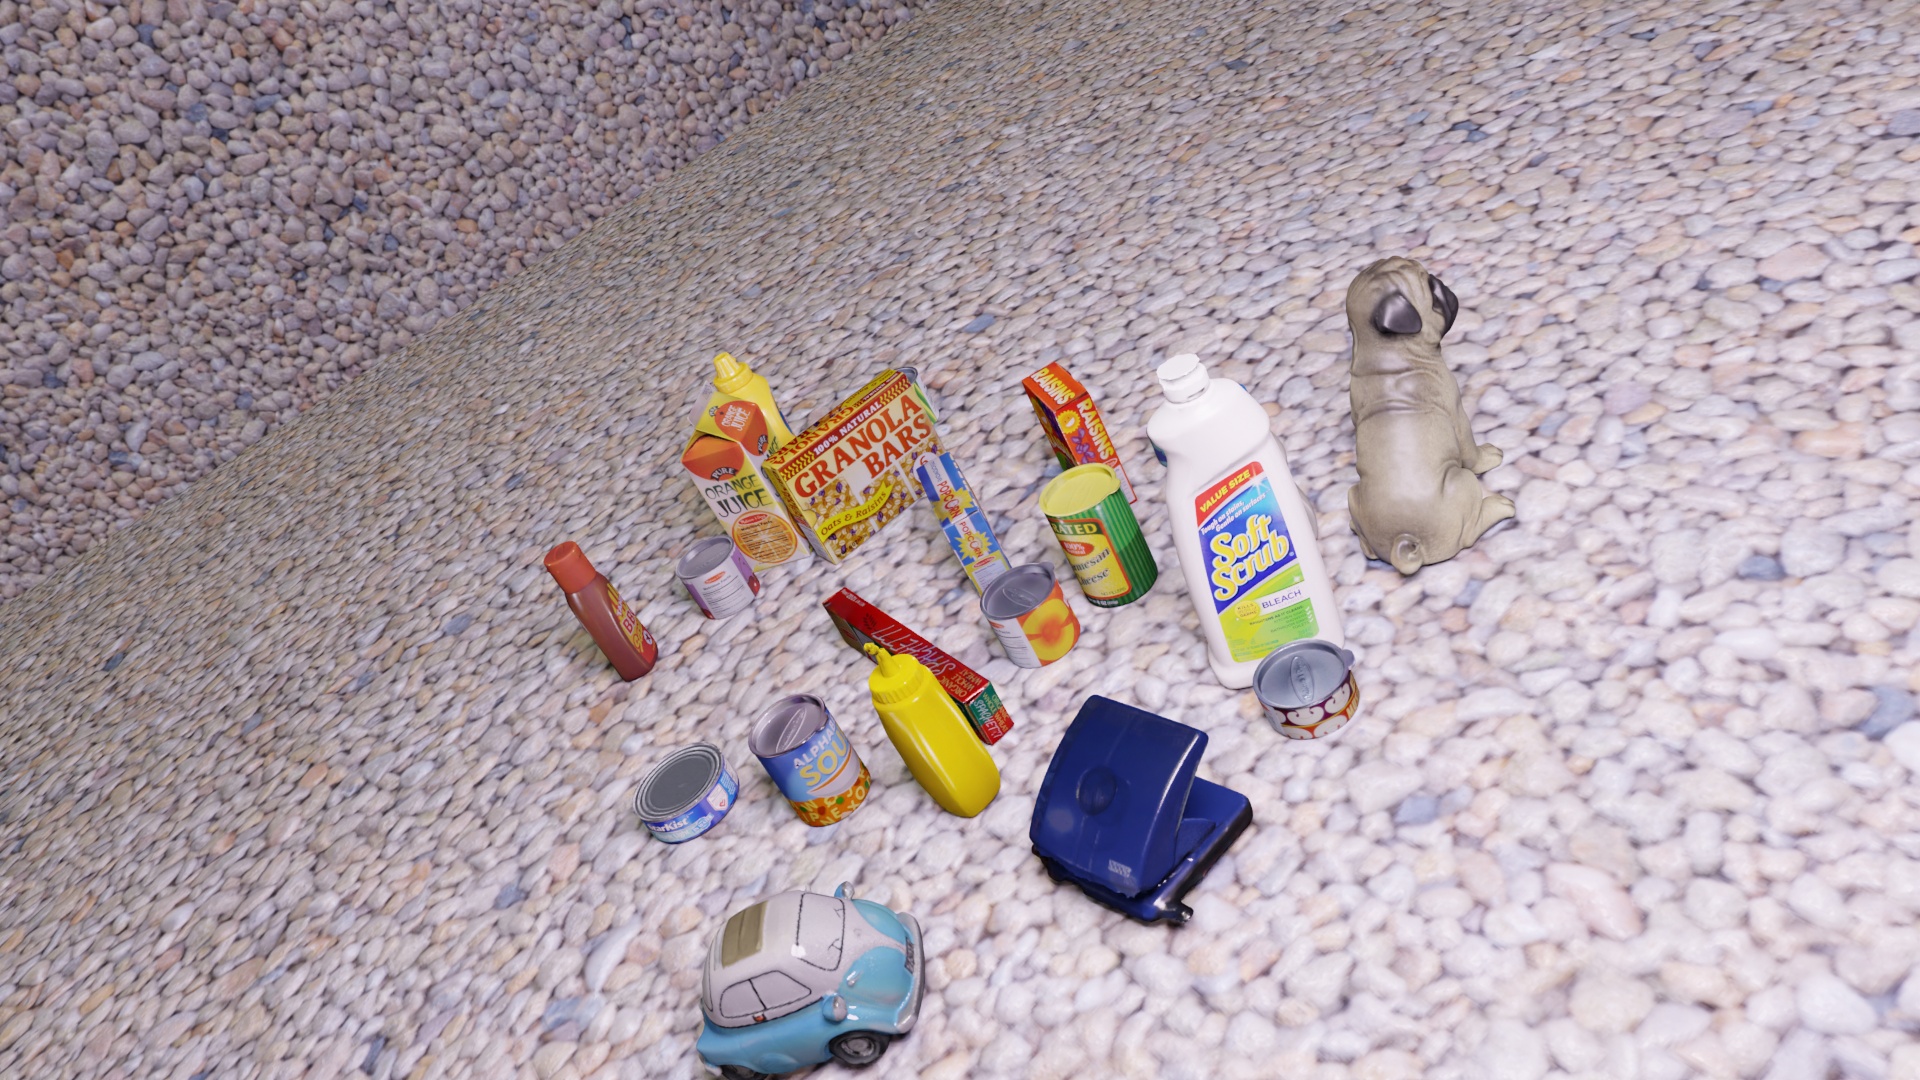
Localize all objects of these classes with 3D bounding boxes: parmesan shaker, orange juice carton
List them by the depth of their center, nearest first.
[{"bbox_3d":[0.116,-0.003,1.132,0.071,0.102,0.072,-21,32,13],"label":"parmesan shaker"},{"bbox_3d":[-0.218,-0.067,1.406,0.073,0.192,0.072,-16,33,21],"label":"orange juice carton"}]

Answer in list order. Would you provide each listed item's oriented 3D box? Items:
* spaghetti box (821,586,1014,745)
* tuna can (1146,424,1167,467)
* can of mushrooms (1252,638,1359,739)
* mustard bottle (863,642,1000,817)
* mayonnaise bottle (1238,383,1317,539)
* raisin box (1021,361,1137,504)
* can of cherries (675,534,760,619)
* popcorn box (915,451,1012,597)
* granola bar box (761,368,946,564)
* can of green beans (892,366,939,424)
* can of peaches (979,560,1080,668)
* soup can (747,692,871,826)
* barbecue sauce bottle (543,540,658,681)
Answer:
[{"bbox_3d":[-0.040,0.100,1.156,0.029,0.050,0.250,-39,32,-16],"label":"spaghetti box"},{"bbox_3d":[0.207,-0.097,1.266,0.071,0.032,0.071,-20,32,13],"label":"tuna can"},{"bbox_3d":[0.239,0.101,0.949,0.071,0.033,0.071,-20,32,13],"label":"can of mushrooms"},{"bbox_3d":[-0.026,0.129,0.995,0.049,0.159,0.065,-43,34,-23],"label":"mustard bottle"},{"bbox_3d":[0.227,-0.053,1.074,0.064,0.147,0.041,-22,31,12],"label":"mayonnaise bottle"},{"bbox_3d":[0.107,-0.091,1.249,0.040,0.123,0.086,-30,31,-2],"label":"raisin box"},{"bbox_3d":[-0.245,0.036,1.406,0.071,0.058,0.072,-20,32,13],"label":"can of cherries"},{"bbox_3d":[0.004,-0.016,1.258,0.038,0.085,0.127,-28,31,2],"label":"popcorn box"},{"bbox_3d":[-0.099,-0.074,1.389,0.166,0.123,0.039,-40,32,-18],"label":"granola bar box"},{"bbox_3d":[-0.065,-0.150,1.538,0.071,0.057,0.071,-20,32,13],"label":"can of green beans"},{"bbox_3d":[0.059,0.060,1.129,0.071,0.058,0.071,-20,32,13],"label":"can of peaches"},{"bbox_3d":[-0.114,0.171,1.078,0.071,0.083,0.072,-21,32,13],"label":"soup can"},{"bbox_3d":[-0.352,0.067,1.359,0.043,0.148,0.065,-26,31,5],"label":"barbecue sauce bottle"}]
